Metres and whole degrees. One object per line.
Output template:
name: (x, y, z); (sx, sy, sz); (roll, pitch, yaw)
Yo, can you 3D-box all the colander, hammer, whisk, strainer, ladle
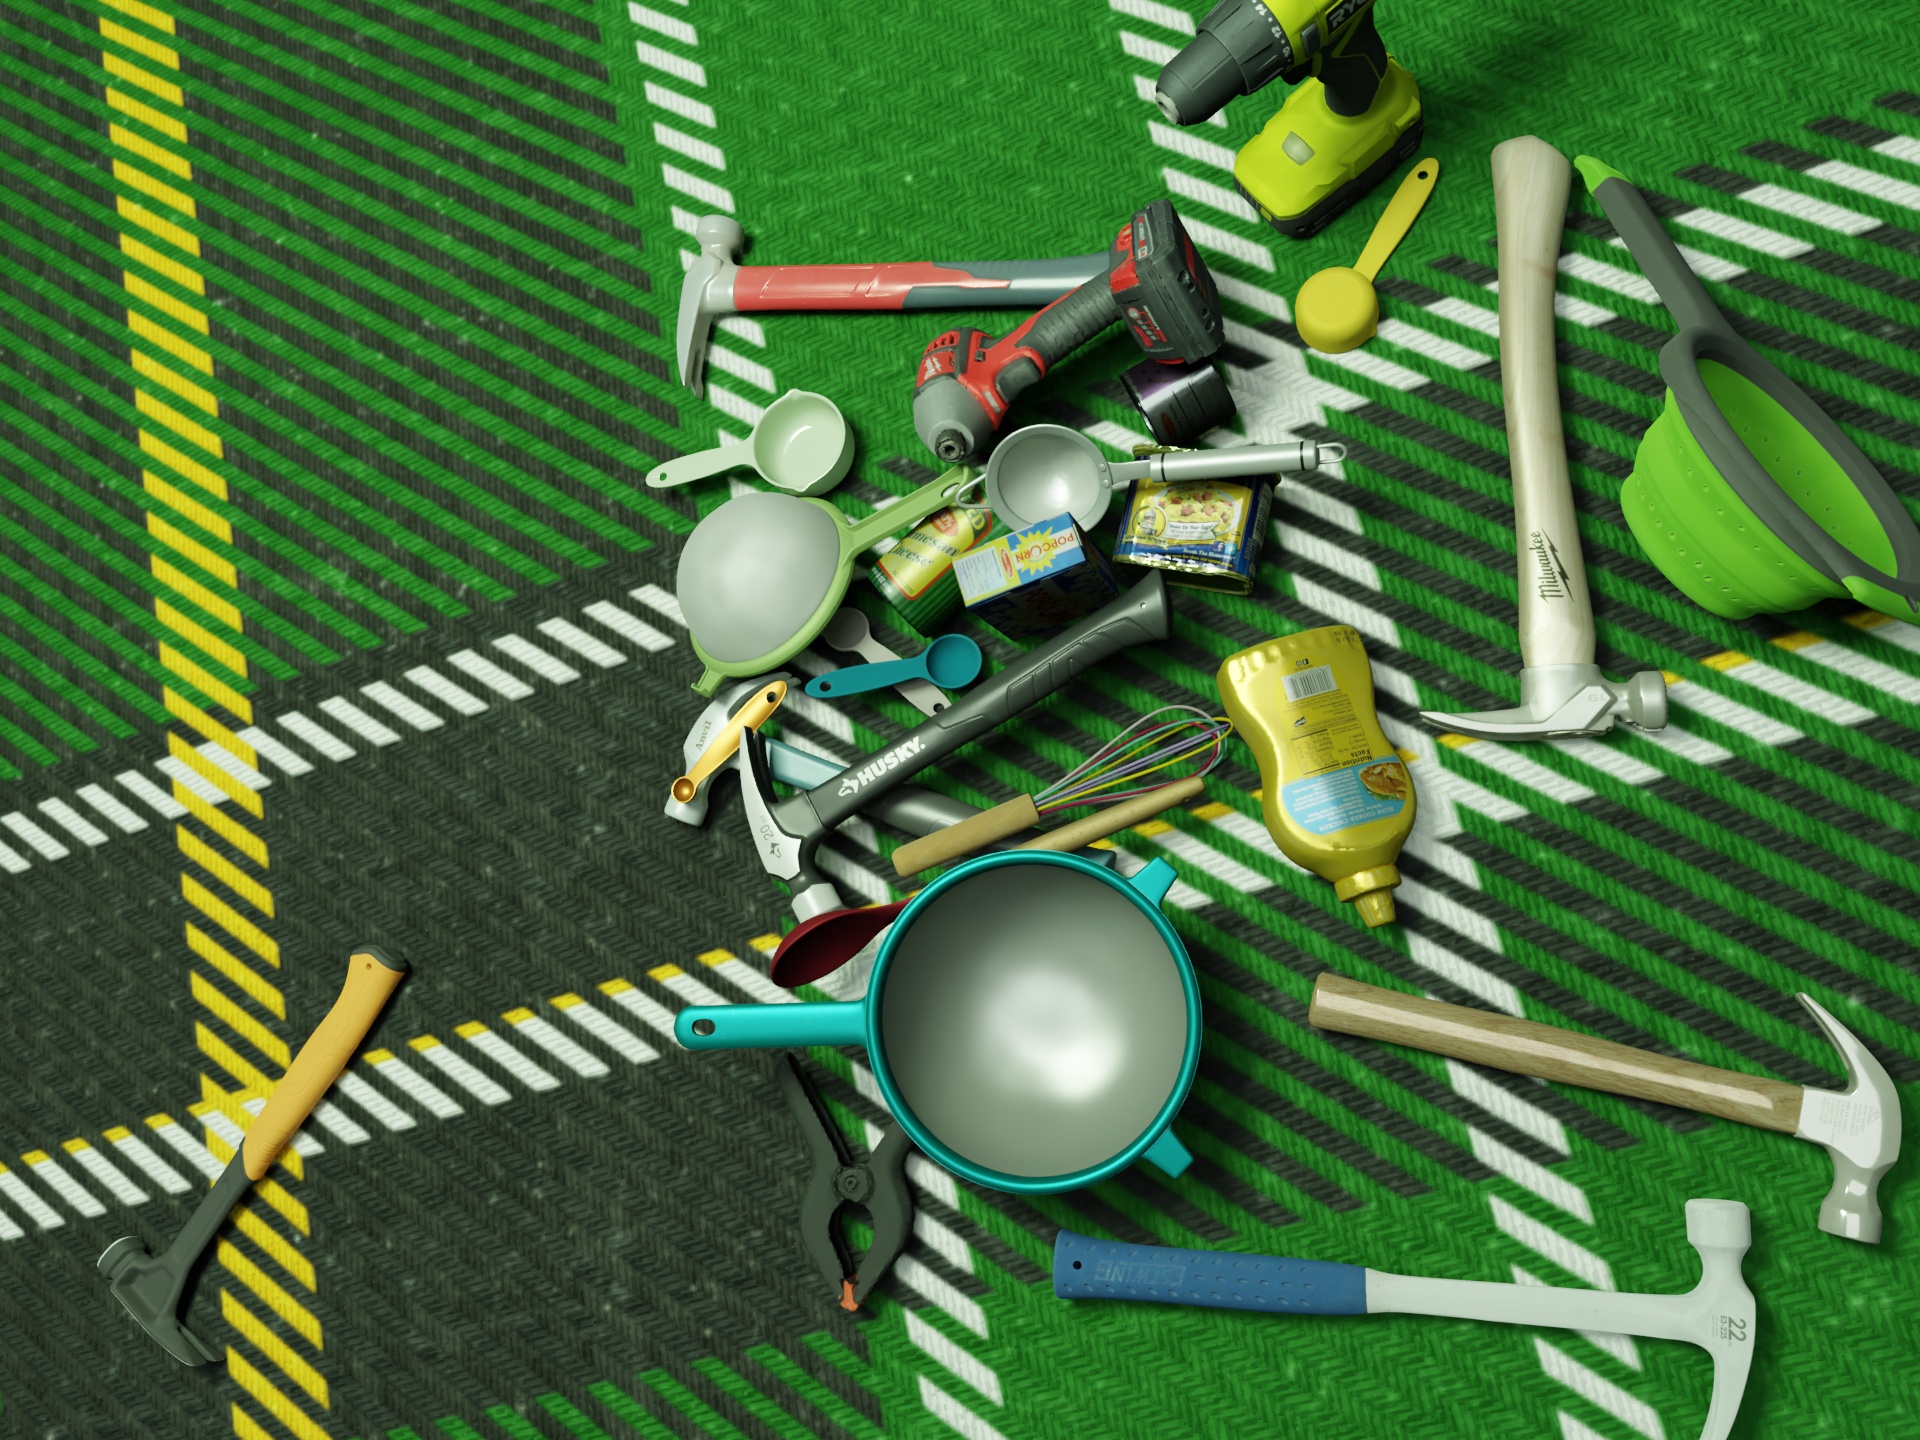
colander: (0.448, -0.195, 0.988); (0.094, 0.204, 0.398); (-46, 46, 40)
hammer: (-0.002, -0.003, 1.083); (0.335, 0.035, 0.146); (-32, 73, 10)
whisk: (0.070, 0.050, 1.062); (0.245, 0.051, 0.047); (-23, 46, -1)
hammer: (-0.525, 0.321, 1.216); (0.127, 0.034, 0.337); (34, 90, 22)
hammer: (0.368, -0.190, 1.044); (0.146, 0.038, 0.411); (-4, 77, 18)
hammer: (-0.049, 0.059, 1.124); (0.331, 0.033, 0.128); (18, 85, 20)
strainer: (-0.012, 0.194, 1.038); (0.340, 0.095, 0.211); (-4, 82, 11)
hammer: (-0.033, -0.313, 1.198); (0.386, 0.038, 0.143); (4, 81, 19)
ladle: (0.015, 0.103, 1.053); (0.315, 0.069, 0.031); (-24, 60, 7)
strainer: (-0.110, -0.130, 1.121); (0.256, 0.069, 0.152); (-24, 51, 25)
strainer: (0.124, -0.166, 1.051); (0.258, 0.086, 0.050); (-2, 34, 20)
hammer: (0.378, 0.203, 0.955); (0.331, 0.031, 0.130); (11, 82, 20)
hammer: (0.256, 0.351, 0.959); (0.405, 0.035, 0.144); (-1, 77, 18)

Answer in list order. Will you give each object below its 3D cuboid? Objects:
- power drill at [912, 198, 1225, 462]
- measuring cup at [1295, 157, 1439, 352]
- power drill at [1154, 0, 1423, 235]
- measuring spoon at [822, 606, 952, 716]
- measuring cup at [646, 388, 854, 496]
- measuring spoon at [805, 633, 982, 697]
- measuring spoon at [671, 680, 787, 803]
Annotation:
power drill: (0.064, -0.255, 1.091); (0.219, 0.078, 0.143); (-25, 32, 22)
measuring cup: (0.286, -0.328, 1.102); (0.062, 0.029, 0.156); (32, 91, 21)
power drill: (0.222, -0.416, 1.036); (0.190, 0.228, 0.080); (-40, 70, 6)
measuring spoon: (-0.050, -0.037, 1.157); (0.124, 0.018, 0.034); (40, 77, 15)
measuring cup: (-0.159, -0.197, 1.214); (0.167, 0.038, 0.083); (-11, 75, 17)
measuring spoon: (-0.047, -0.031, 1.138); (0.128, 0.021, 0.042); (-11, 68, 4)
measuring spoon: (-0.165, 0.016, 1.148); (0.117, 0.011, 0.021); (-47, 68, 1)
